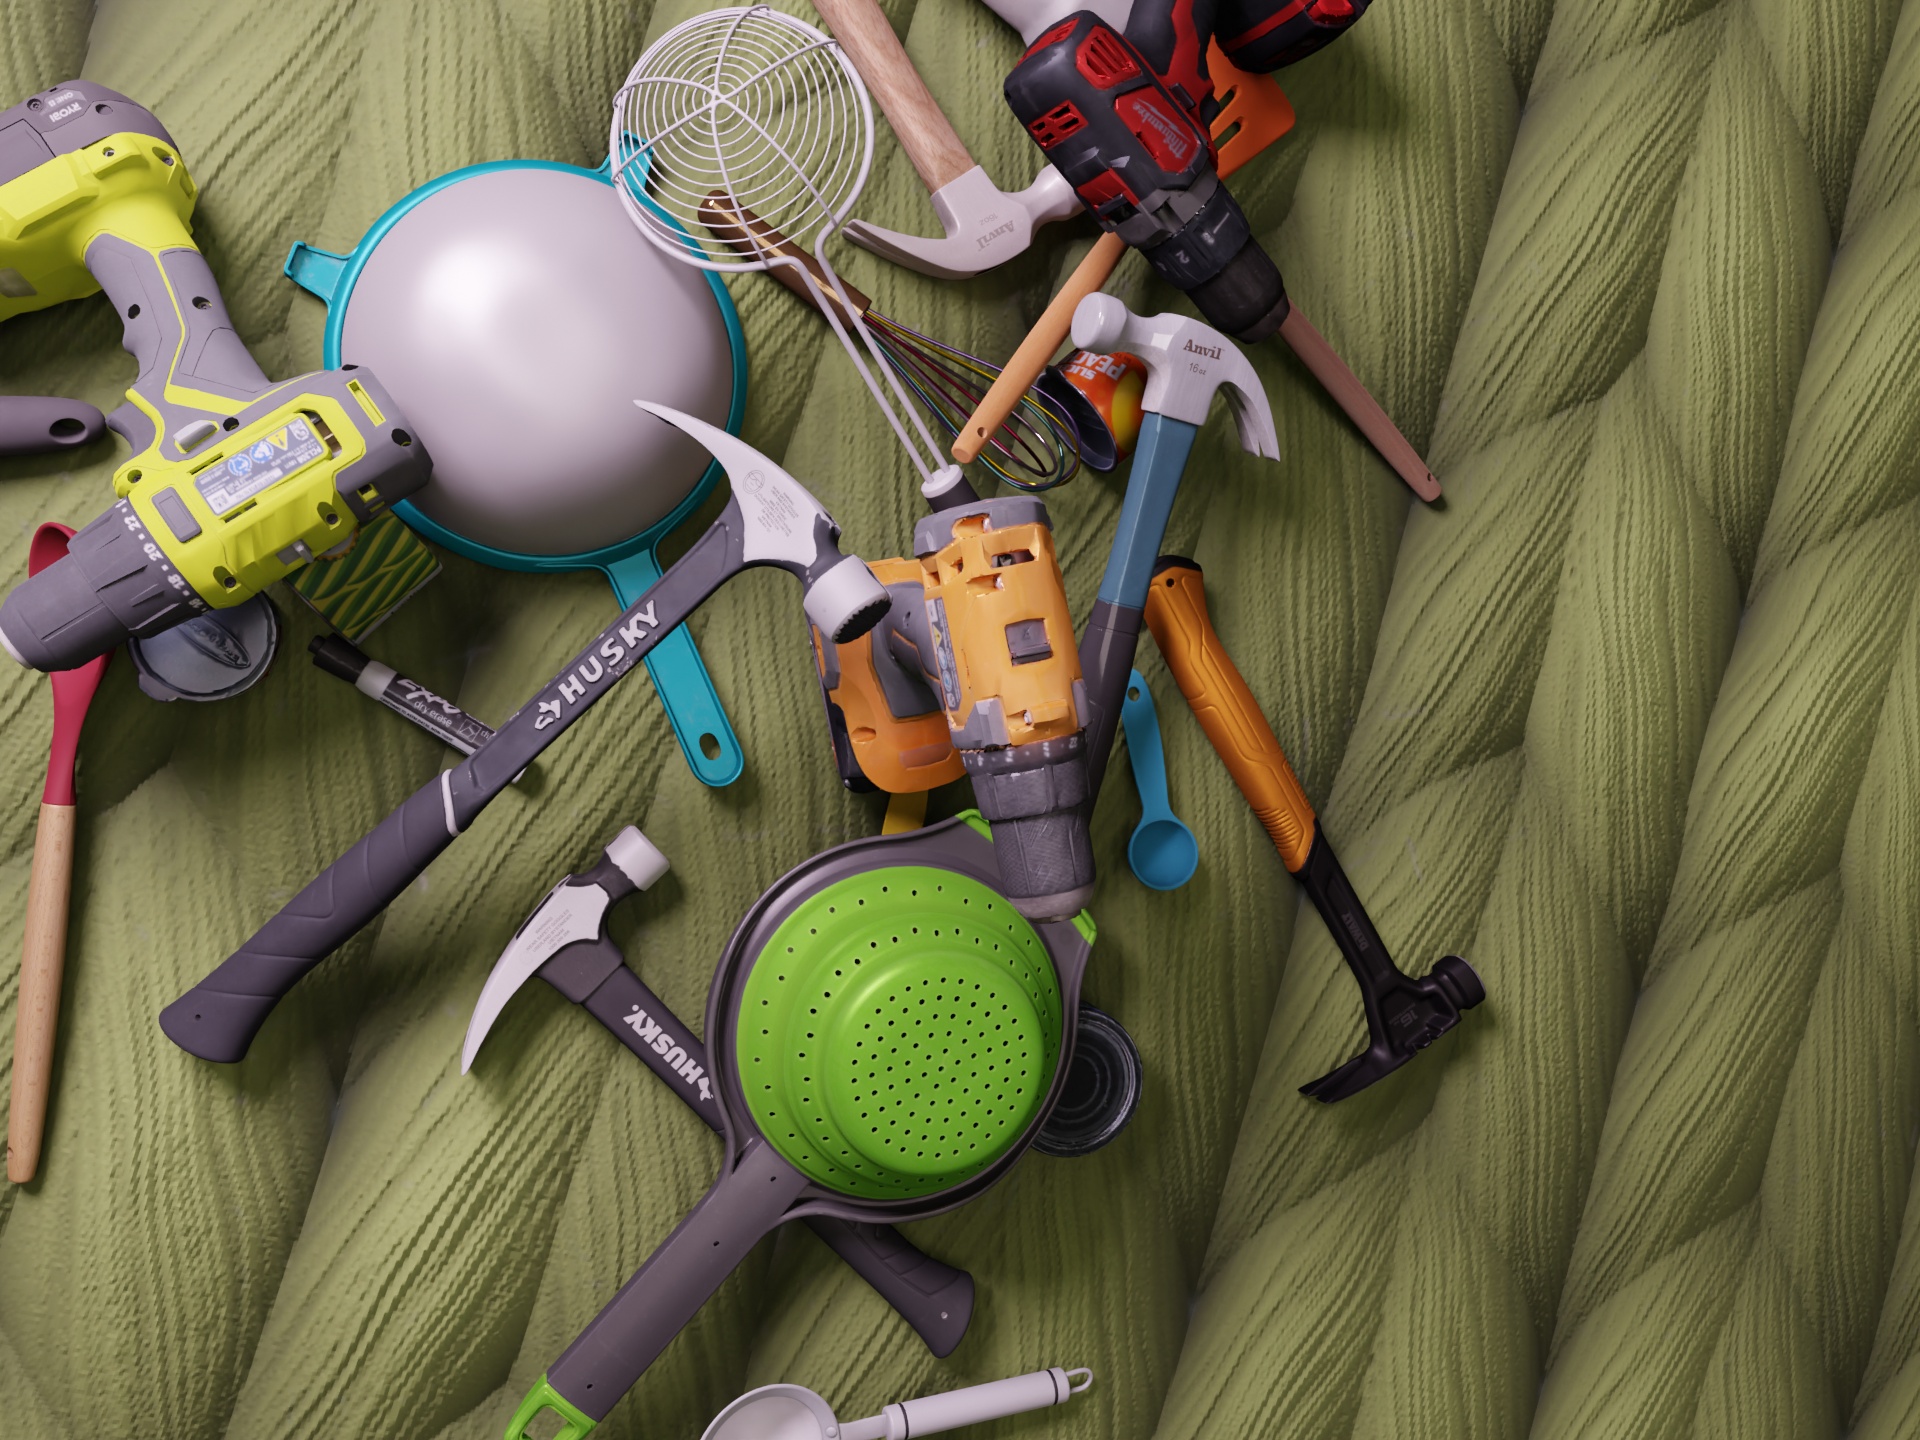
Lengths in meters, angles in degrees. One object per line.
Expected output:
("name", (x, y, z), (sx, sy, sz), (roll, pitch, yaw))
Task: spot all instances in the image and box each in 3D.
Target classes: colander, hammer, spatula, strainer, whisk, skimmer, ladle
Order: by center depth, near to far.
("whisk", (-0.519, -0.126, 0.719), (0.239, 0.055, 0.055), (-8, 94, -20))
("hammer", (-0.227, 0.021, 0.745), (0.409, 0.036, 0.149), (-41, 78, 8))
("ladle", (-0.430, 0.065, 0.753), (0.031, 0.069, 0.315), (2, 96, -54))
("strainer", (-0.180, -0.122, 0.787), (0.211, 0.095, 0.340), (-24, 97, -14))
("colander", (-0.076, 0.223, 0.790), (0.204, 0.094, 0.397), (45, 81, -13))
("skimmer", (-0.044, -0.182, 0.819), (0.127, 0.090, 0.362), (-31, 123, 3))
("hammer", (-0.067, -0.386, 0.845), (0.130, 0.031, 0.331), (-35, 100, -13))
("hammer", (-0.114, 0.223, 0.848), (0.146, 0.035, 0.334), (-45, 102, -11))
("whisk", (-0.038, -0.200, 0.856), (0.245, 0.047, 0.051), (35, 77, -9))
("hammer", (0.081, -0.050, 0.857), (0.128, 0.033, 0.331), (9, 103, -26))
("spatula", (0.083, -0.255, 0.860), (0.081, 0.041, 0.323), (42, 62, -18))
("strainer", (-0.044, 0.386, 0.870), (0.258, 0.050, 0.087), (-3, 99, -21))
("spatula", (0.178, -0.231, 0.897), (0.315, 0.018, 0.060), (42, 63, -24))
("hammer", (0.183, 0.058, 0.927), (0.127, 0.034, 0.336), (-32, 100, -14))

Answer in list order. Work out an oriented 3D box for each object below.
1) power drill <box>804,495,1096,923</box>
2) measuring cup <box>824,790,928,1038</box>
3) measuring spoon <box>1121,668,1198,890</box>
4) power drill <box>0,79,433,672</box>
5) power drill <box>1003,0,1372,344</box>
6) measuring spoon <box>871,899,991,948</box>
("power drill", (-0.001, -0.002, 0.768), (0.084, 0.226, 0.185), (-13, 93, -19))
("measuring cup", (-0.044, 0.097, 0.874), (0.062, 0.029, 0.156), (17, 75, -17))
("measuring spoon", (0.107, 0.034, 0.917), (0.042, 0.021, 0.129), (-8, 85, -15))
("power drill", (-0.376, -0.148, 0.708), (0.190, 0.080, 0.228), (-35, 84, -13))
("power drill", (0.135, -0.325, 0.827), (0.187, 0.080, 0.227), (43, 61, -24))
("measuring spoon", (-0.028, 0.108, 0.854), (0.117, 0.011, 0.021), (-17, 87, -21))
